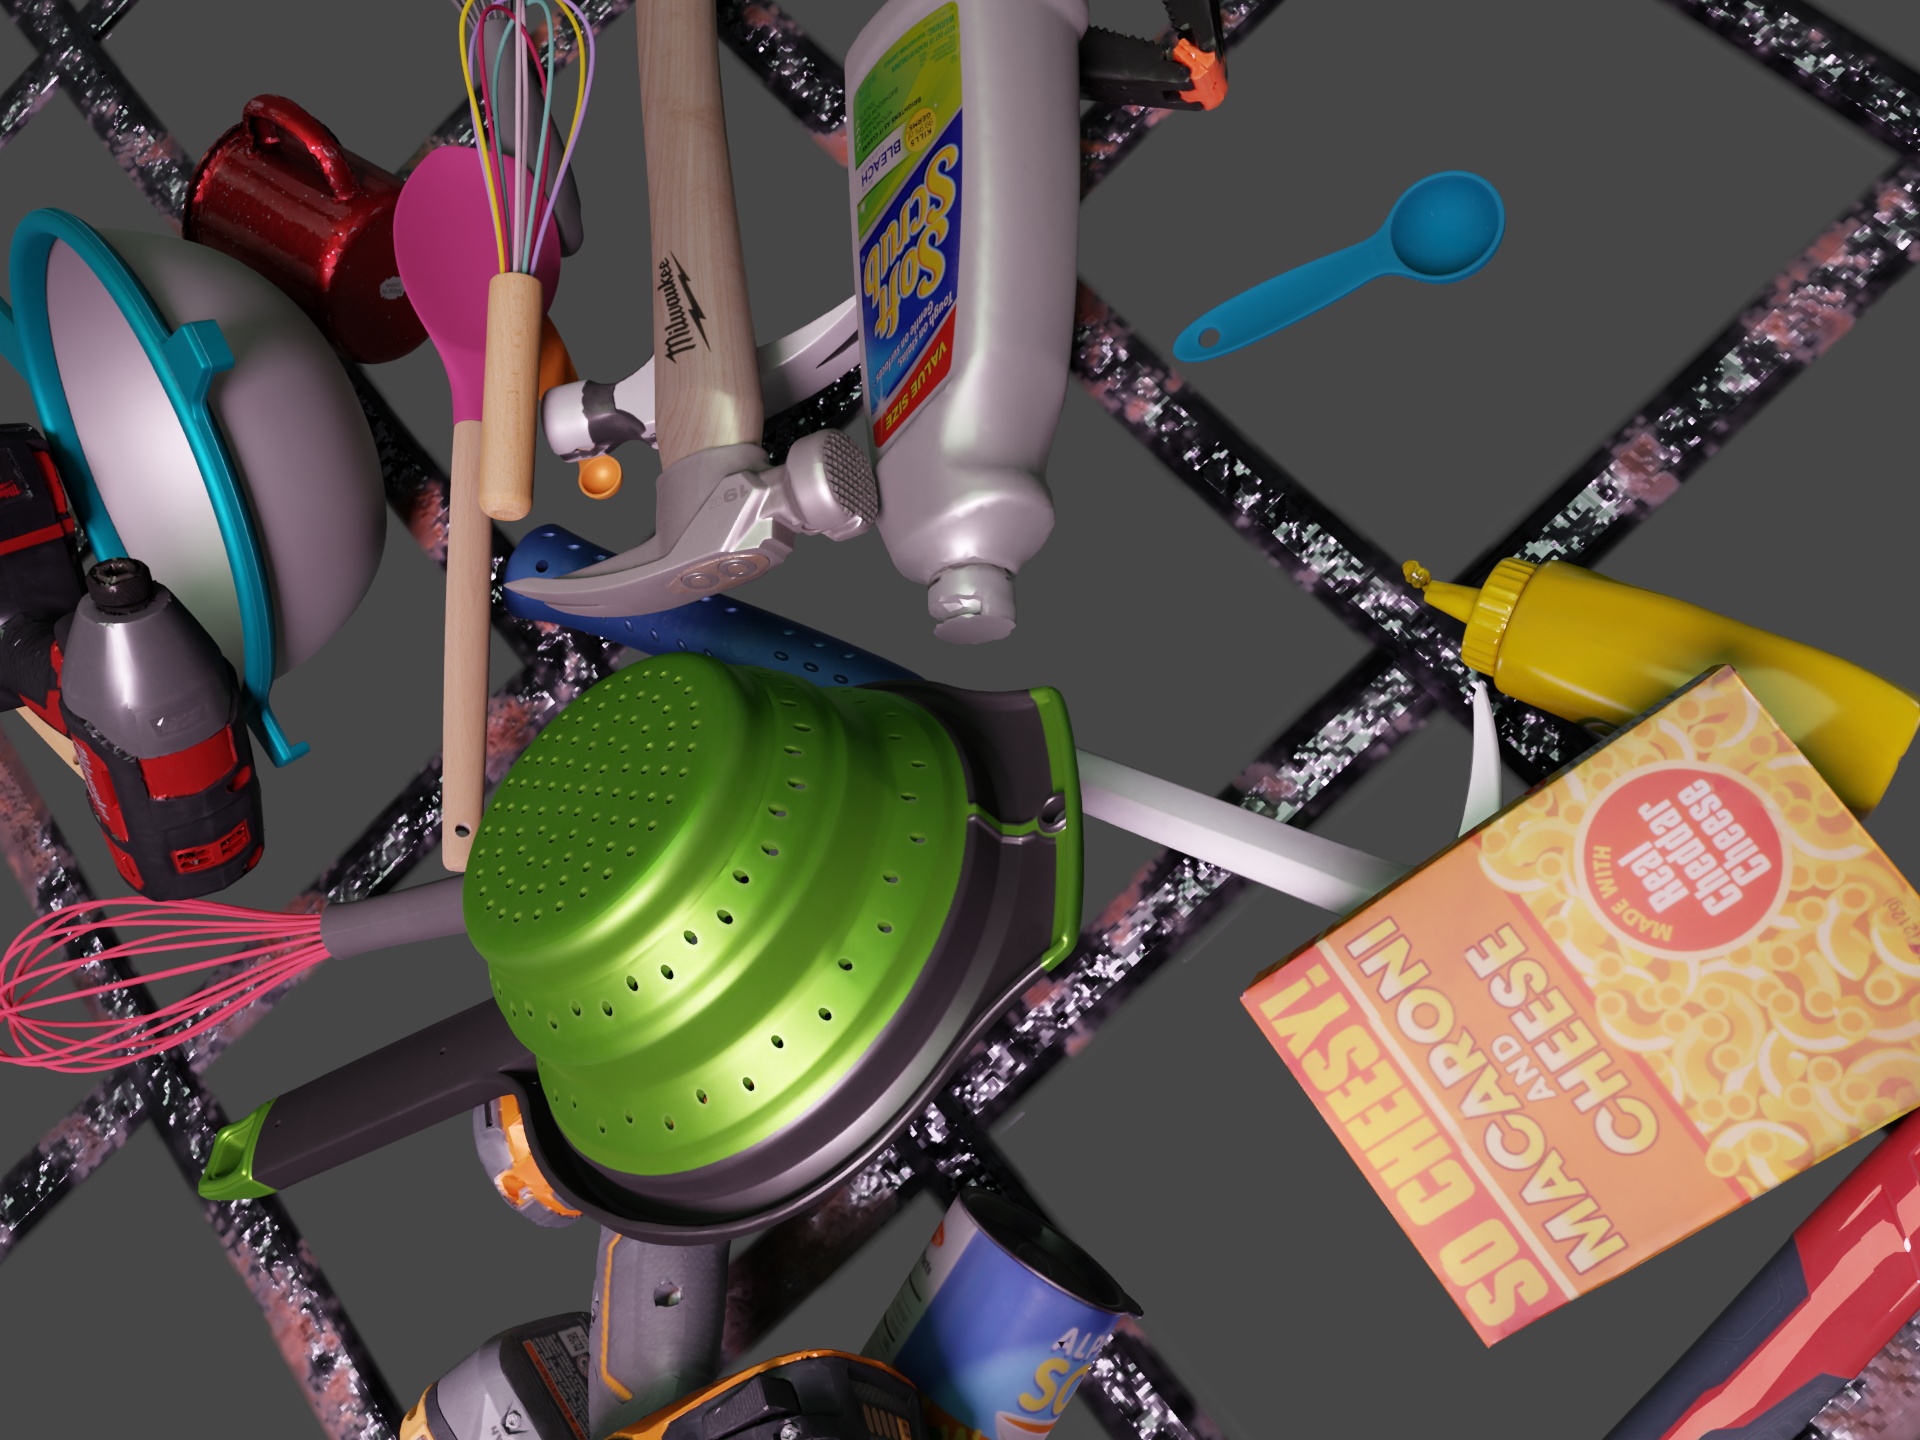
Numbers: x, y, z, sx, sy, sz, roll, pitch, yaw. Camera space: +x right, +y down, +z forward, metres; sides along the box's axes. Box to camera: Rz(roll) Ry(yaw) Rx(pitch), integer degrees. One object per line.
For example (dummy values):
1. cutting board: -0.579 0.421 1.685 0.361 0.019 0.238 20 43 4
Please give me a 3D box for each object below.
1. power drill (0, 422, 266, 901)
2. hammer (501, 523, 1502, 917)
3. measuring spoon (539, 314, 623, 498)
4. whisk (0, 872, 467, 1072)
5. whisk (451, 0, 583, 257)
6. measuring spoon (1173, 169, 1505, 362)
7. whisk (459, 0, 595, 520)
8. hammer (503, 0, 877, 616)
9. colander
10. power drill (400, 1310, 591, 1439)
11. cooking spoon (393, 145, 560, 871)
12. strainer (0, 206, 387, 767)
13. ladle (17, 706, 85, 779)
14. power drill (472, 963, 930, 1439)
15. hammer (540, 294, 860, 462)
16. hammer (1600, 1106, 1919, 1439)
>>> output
1. power drill: -0.367 -0.034 0.653 0.220 0.143 0.078 32 44 31
2. hammer: -0.001 -0.002 0.593 0.406 0.035 0.144 21 85 22
3. measuring spoon: -0.173 -0.142 0.699 0.021 0.011 0.117 -30 66 3
4. whisk: -0.271 0.090 0.649 0.296 0.073 0.073 -13 73 9
5. whisk: -0.213 -0.317 0.735 0.055 0.055 0.239 -23 75 12
6. measuring spoon: 0.141 -0.163 0.599 0.128 0.021 0.042 -21 72 22
7. whisk: -0.186 -0.200 0.657 0.051 0.047 0.245 -10 74 32
8. hammer: -0.119 -0.240 0.643 0.146 0.038 0.411 -16 68 24
9. colander: -0.151 0.079 0.526 0.397 0.094 0.205 -26 41 24
10. power drill: -0.180 0.342 0.546 0.226 0.084 0.185 -43 68 9
11. cooking spoon: -0.199 -0.096 0.648 0.068 0.017 0.319 3 72 -22
12. strainer: -0.347 -0.144 0.701 0.095 0.210 0.341 -26 48 -35
13. ladle: -0.503 -0.066 0.780 0.316 0.031 0.069 39 91 20
14. power drill: -0.077 0.168 0.513 0.164 0.084 0.227 -36 41 12
15. hammer: -0.118 -0.279 0.697 0.146 0.035 0.335 -11 72 11
16. hammer: 0.241 0.162 0.471 0.386 0.038 0.143 -48 67 2
